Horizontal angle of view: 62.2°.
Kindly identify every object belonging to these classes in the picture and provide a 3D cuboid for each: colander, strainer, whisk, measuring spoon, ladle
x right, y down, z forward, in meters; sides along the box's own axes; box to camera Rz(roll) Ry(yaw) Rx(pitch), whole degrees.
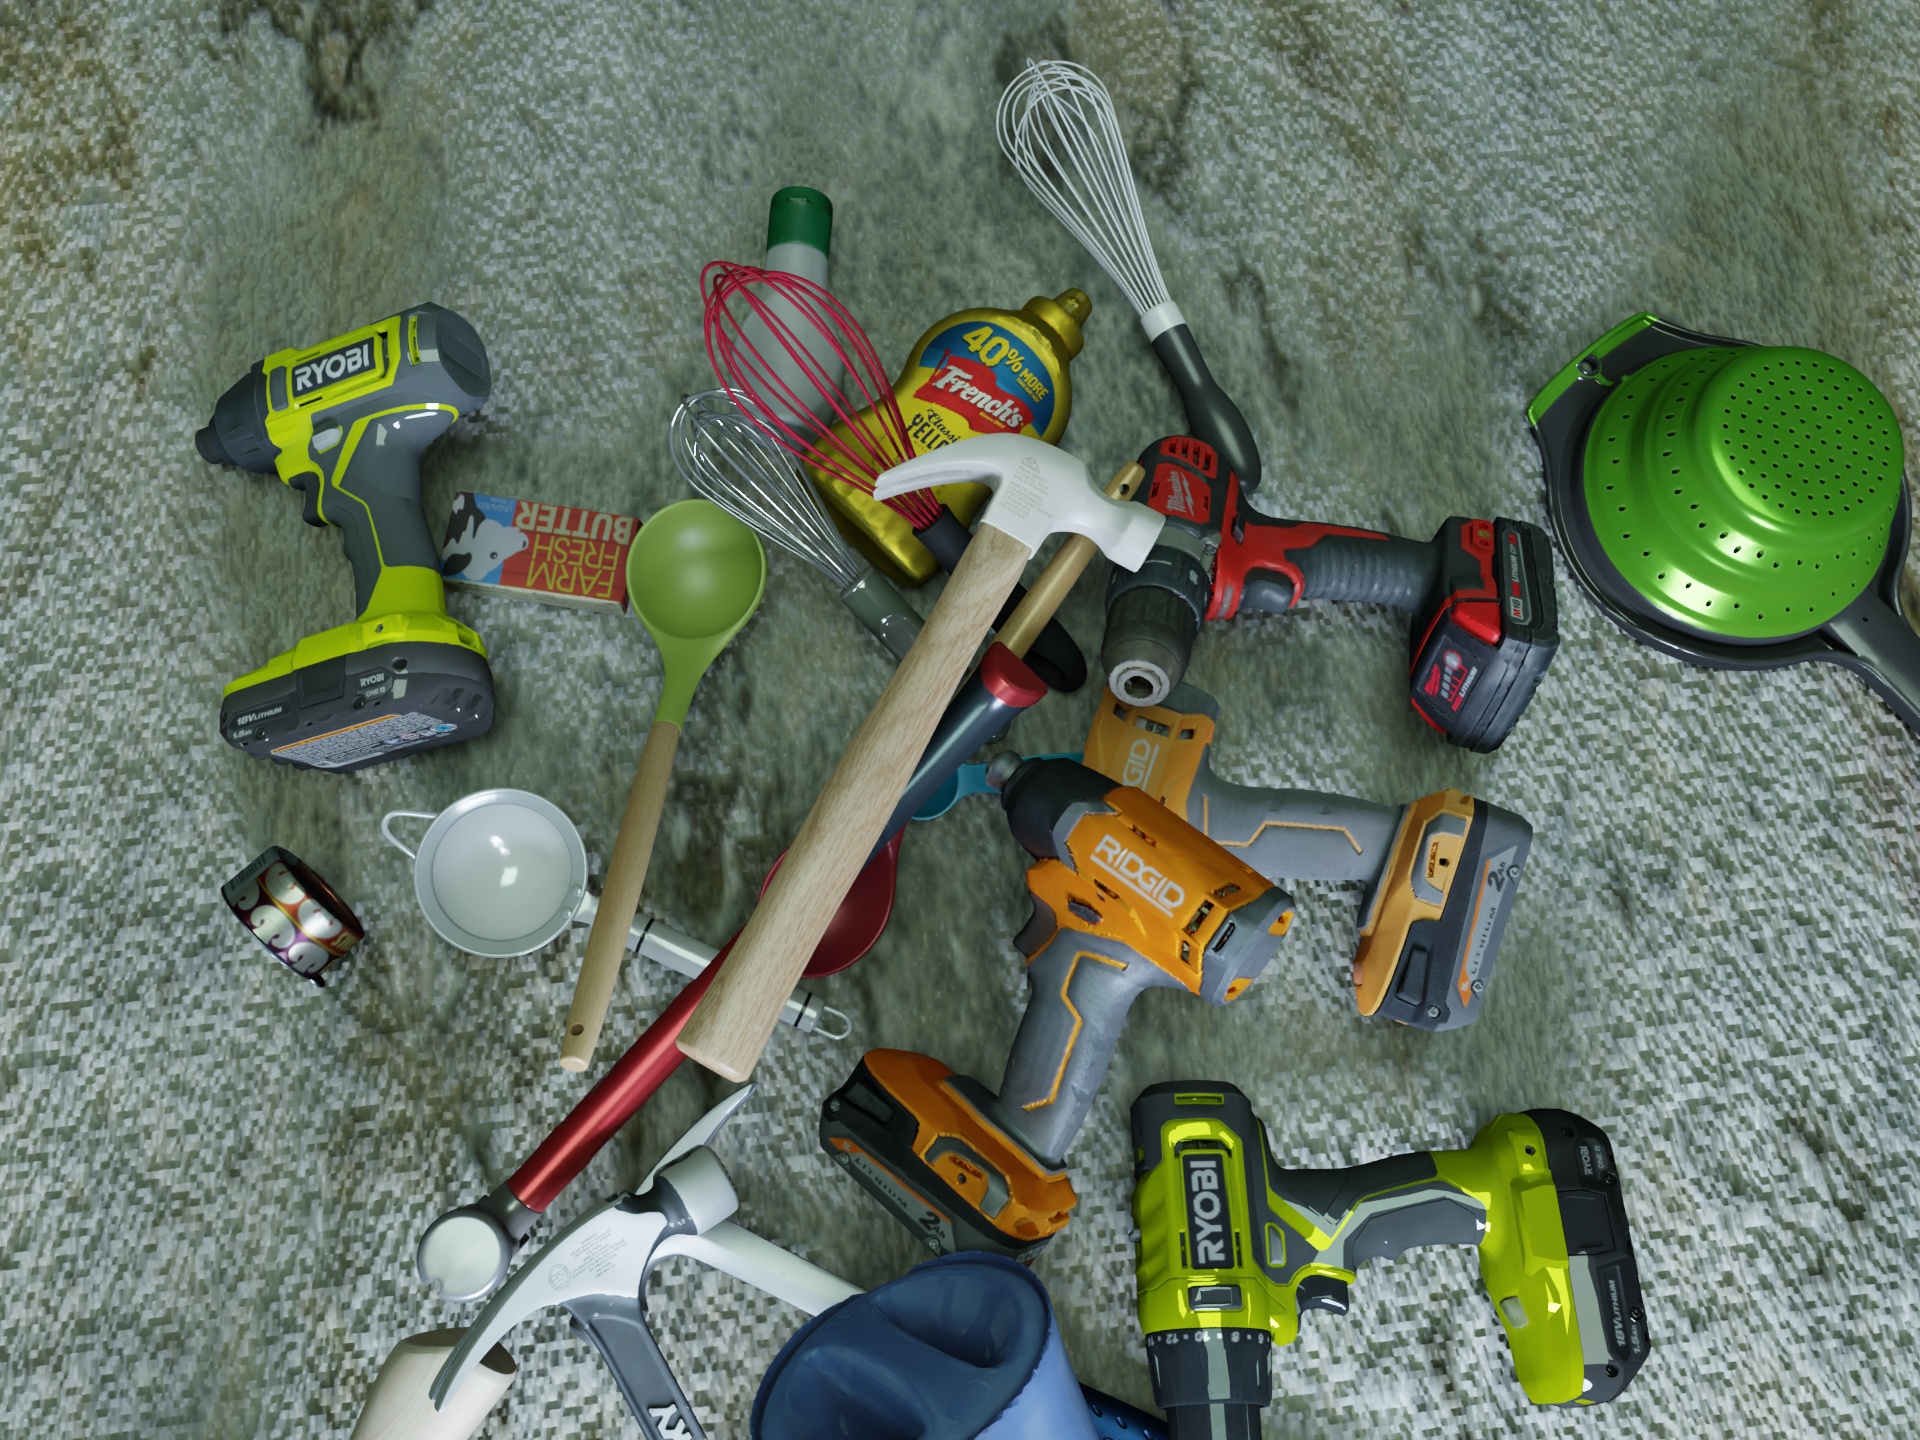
[{"bbox_3d":[0.491,-0.075,0.857,0.204,0.094,0.397,-39,80,-10],"label":"colander"},{"bbox_3d":[-0.174,0.107,0.820,0.258,0.050,0.087,26,84,-2],"label":"strainer"},{"bbox_3d":[-0.028,-0.116,0.809,0.073,0.073,0.295,-49,116,-12],"label":"whisk"},{"bbox_3d":[-0.060,-0.078,0.835,0.058,0.059,0.246,-41,102,10],"label":"whisk"},{"bbox_3d":[0.021,0.029,0.859,0.128,0.021,0.042,-3,97,-12],"label":"measuring spoon"},{"bbox_3d":[-0.153,0.018,0.775,0.078,0.062,0.320,0,50,9],"label":"ladle"},{"bbox_3d":[0.102,-0.256,0.913,0.070,0.070,0.285,-25,84,-8],"label":"whisk"},{"bbox_3d":[-0.001,-0.003,0.820,0.069,0.031,0.315,35,93,-16],"label":"ladle"}]

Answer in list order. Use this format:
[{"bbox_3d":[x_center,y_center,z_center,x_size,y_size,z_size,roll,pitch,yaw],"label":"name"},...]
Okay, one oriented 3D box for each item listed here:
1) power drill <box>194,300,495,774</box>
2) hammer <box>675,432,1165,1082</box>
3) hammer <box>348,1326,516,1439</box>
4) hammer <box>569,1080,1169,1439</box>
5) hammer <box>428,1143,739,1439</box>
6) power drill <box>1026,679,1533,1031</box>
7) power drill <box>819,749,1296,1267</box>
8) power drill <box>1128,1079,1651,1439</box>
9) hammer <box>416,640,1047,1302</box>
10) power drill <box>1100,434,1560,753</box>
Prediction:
[{"bbox_3d":[-0.326,-0.093,0.836,0.171,0.080,0.223,-15,73,17],"label":"power drill"},{"bbox_3d":[-0.034,0.008,0.727,0.130,0.031,0.331,29,73,1],"label":"hammer"},{"bbox_3d":[-0.321,0.447,0.688,0.146,0.038,0.410,36,88,3],"label":"hammer"},{"bbox_3d":[0.022,0.317,0.776,0.405,0.035,0.144,25,77,4],"label":"hammer"},{"bbox_3d":[-0.084,0.403,0.699,0.149,0.036,0.409,-28,94,-26],"label":"hammer"},{"bbox_3d":[0.153,0.091,0.815,0.226,0.084,0.185,19,84,7],"label":"power drill"},{"bbox_3d":[0.032,0.132,0.763,0.164,0.084,0.226,37,96,24],"label":"power drill"},{"bbox_3d":[0.196,0.271,0.759,0.228,0.080,0.191,0,63,-1],"label":"power drill"},{"bbox_3d":[-0.100,0.112,0.769,0.038,0.143,0.386,43,78,1],"label":"hammer"},{"bbox_3d":[0.182,-0.057,0.818,0.226,0.080,0.188,16,44,3],"label":"power drill"}]
